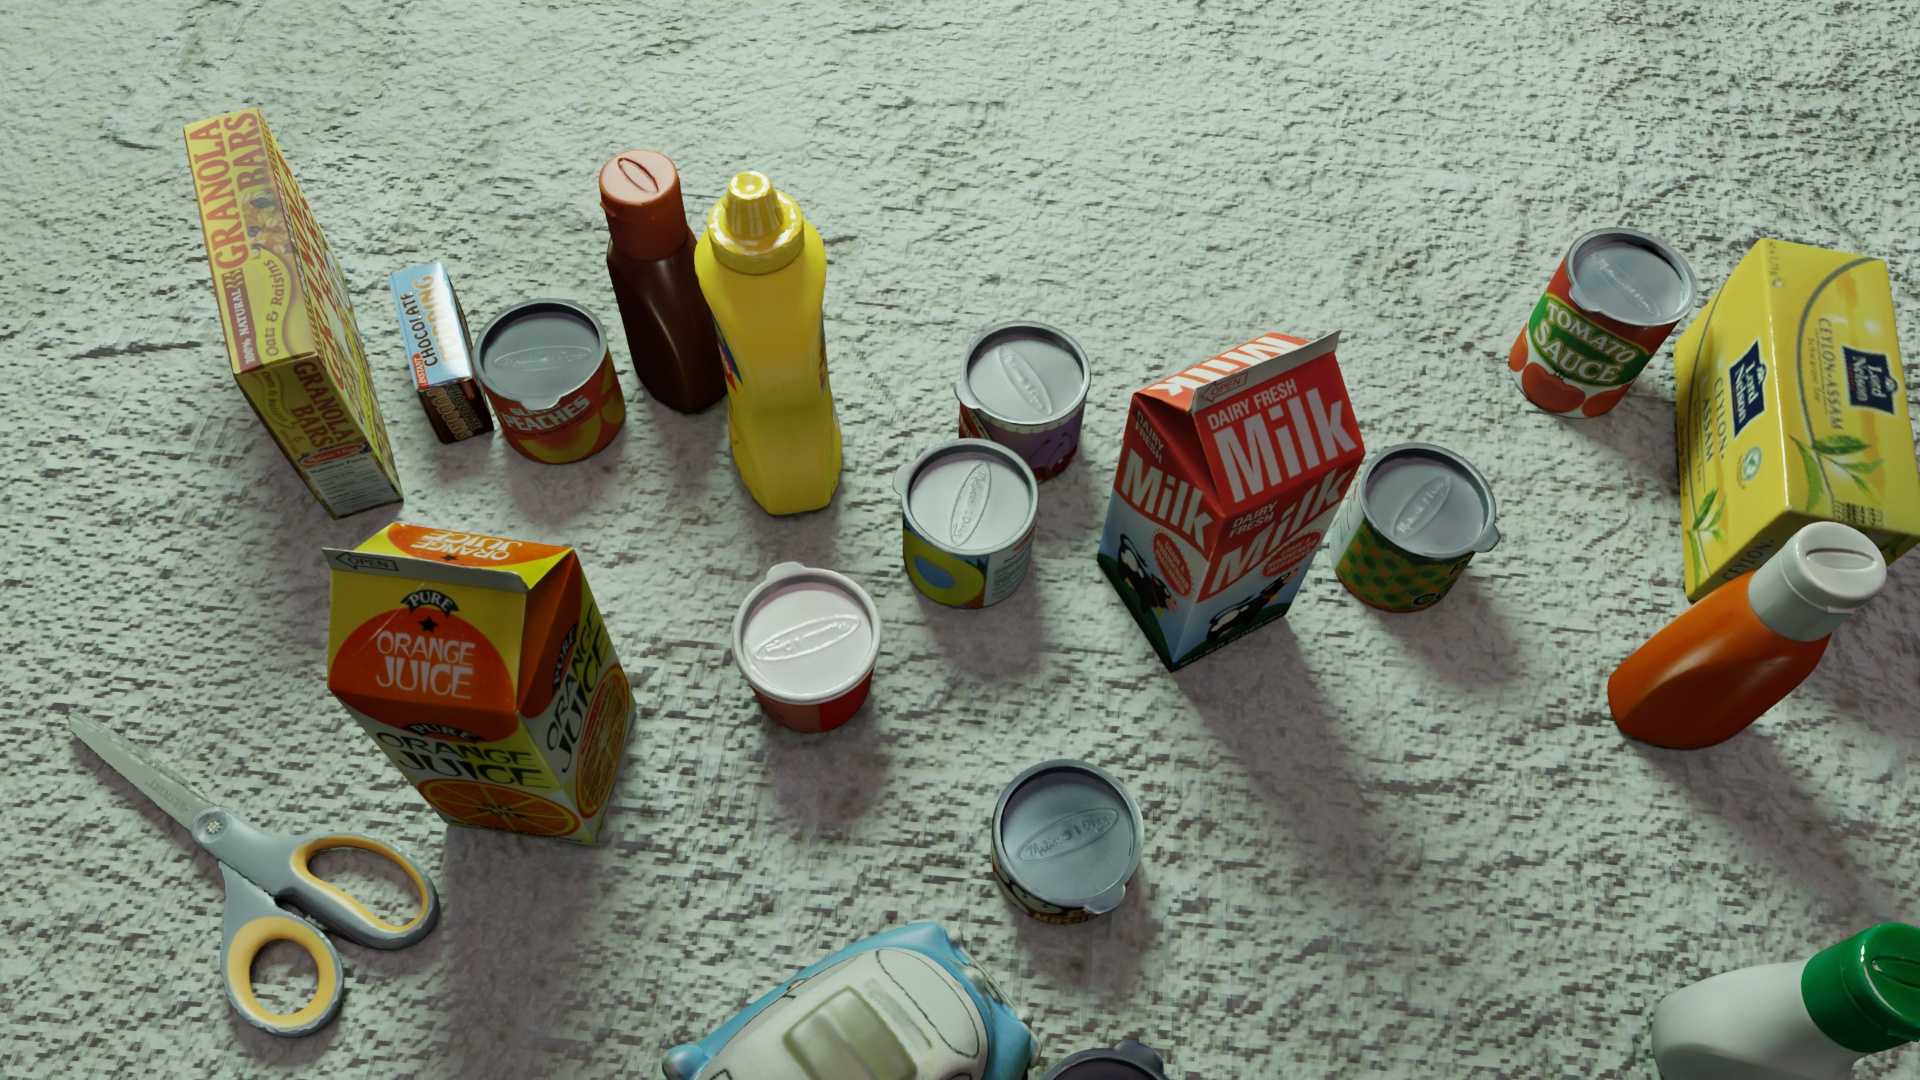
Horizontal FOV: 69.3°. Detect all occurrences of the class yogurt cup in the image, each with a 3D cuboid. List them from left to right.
[{"bbox_3d":[-0.070,0.054,0.644,0.072,0.053,0.073,1,59,-2],"label":"yogurt cup"}]

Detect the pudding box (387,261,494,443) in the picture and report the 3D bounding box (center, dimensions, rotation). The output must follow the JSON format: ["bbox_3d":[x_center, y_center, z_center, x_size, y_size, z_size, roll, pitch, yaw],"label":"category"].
[{"bbox_3d":[-0.273,-0.099,0.729,0.030,0.049,0.084,-17,62,-12],"label":"pudding box"}]

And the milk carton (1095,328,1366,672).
[{"bbox_3d":[0.118,-0.023,0.619,0.072,0.189,0.073,-24,63,-15],"label":"milk carton"}]

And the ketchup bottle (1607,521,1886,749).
[{"bbox_3d":[0.346,0.045,0.612,0.065,0.148,0.044,3,60,0],"label":"ketchup bottle"}]

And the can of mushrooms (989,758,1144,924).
[{"bbox_3d":[0.047,0.135,0.613,0.071,0.033,0.071,1,59,-2],"label":"can of mushrooms"}]

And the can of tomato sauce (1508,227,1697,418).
[{"bbox_3d":[0.340,-0.114,0.745,0.071,0.082,0.071,1,59,-2],"label":"can of tomato sauce"}]

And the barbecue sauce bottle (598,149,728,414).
[{"bbox_3d":[-0.150,-0.128,0.695,0.044,0.147,0.065,-36,67,-21],"label":"barbecue sauce bottle"}]

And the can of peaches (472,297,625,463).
[{"bbox_3d":[-0.210,-0.079,0.715,0.071,0.057,0.071,1,59,-2],"label":"can of peaches"}]

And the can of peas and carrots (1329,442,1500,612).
[{"bbox_3d":[0.225,-0.004,0.689,0.071,0.058,0.071,1,59,-2],"label":"can of peas and carrots"}]

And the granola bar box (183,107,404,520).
[{"bbox_3d":[-0.331,-0.111,0.691,0.039,0.123,0.166,-19,62,-13],"label":"granola bar box"}]

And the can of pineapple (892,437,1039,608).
[{"bbox_3d":[0.002,-0.009,0.682,0.071,0.057,0.071,1,59,-2],"label":"can of pineapple"}]

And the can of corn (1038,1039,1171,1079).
[{"bbox_3d":[0.055,0.235,0.539,0.071,0.058,0.071,1,59,-2],"label":"can of corn"}]

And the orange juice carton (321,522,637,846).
[{"bbox_3d":[-0.189,0.055,0.559,0.072,0.191,0.073,8,60,3],"label":"orange juice carton"}]

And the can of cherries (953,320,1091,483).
[{"bbox_3d":[0.029,-0.070,0.720,0.071,0.058,0.072,1,59,-2],"label":"can of cherries"}]

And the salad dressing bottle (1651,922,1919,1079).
[{"bbox_3d":[0.319,0.183,0.529,0.064,0.147,0.044,14,60,6],"label":"salad dressing bottle"}]
